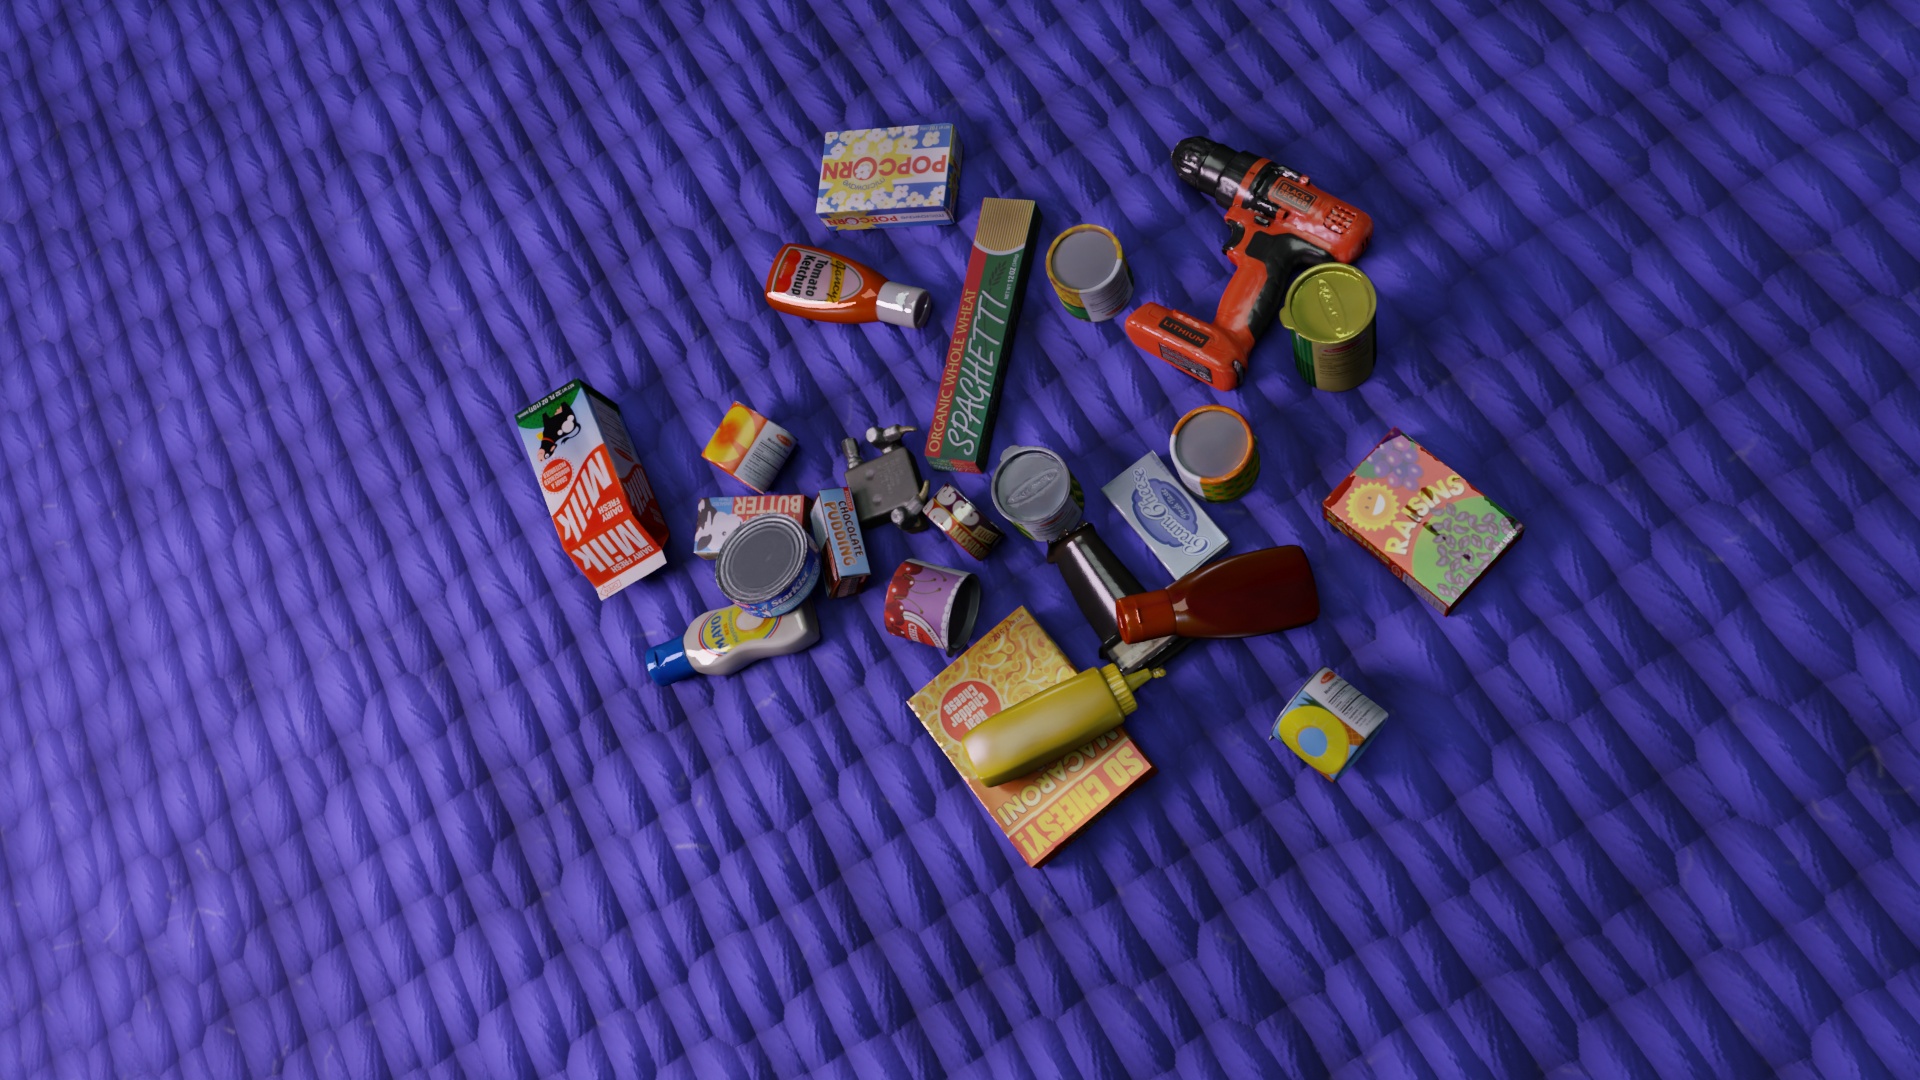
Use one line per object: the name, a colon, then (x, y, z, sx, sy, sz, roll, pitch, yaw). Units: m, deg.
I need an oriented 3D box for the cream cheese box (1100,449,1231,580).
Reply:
cream cheese box: (0.166, -0.018, 1.120, 0.053, 0.024, 0.104, -39, 67, 4)

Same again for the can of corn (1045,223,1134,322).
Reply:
can of corn: (0.108, -0.229, 1.180, 0.071, 0.058, 0.071, -4, 74, 15)

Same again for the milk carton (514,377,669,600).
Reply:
milk carton: (-0.326, -0.043, 1.250, 0.072, 0.073, 0.191, -30, 69, 7)

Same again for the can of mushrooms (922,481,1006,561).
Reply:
can of mushrooms: (0.004, -0.014, 1.145, 0.071, 0.071, 0.033, 43, 91, 23)

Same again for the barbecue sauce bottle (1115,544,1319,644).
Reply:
barbecue sauce bottle: (0.194, 0.047, 1.059, 0.149, 0.043, 0.065, -11, 80, -6)

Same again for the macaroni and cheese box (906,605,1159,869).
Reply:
macaroni and cheese box: (0.056, 0.154, 1.095, 0.123, 0.040, 0.167, -40, 67, 2)

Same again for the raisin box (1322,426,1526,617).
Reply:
raisin box: (0.350, -0.015, 1.056, 0.086, 0.040, 0.123, -47, 69, 1)

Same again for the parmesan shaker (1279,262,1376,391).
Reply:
parmesan shaker: (0.287, -0.163, 1.083, 0.071, 0.103, 0.071, -4, 74, 15)

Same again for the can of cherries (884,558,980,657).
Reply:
can of cherries: (-0.024, 0.055, 1.133, 0.058, 0.071, 0.071, 14, 79, 20)

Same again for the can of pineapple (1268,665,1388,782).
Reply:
can of pineapple: (0.271, 0.137, 1.023, 0.058, 0.071, 0.071, 39, 89, 22)

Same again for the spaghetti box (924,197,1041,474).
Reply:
spaghetti box: (0.021, -0.180, 1.209, 0.050, 0.028, 0.250, 8, 77, 20)

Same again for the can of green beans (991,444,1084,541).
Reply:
can of green beans: (0.064, -0.038, 1.138, 0.071, 0.057, 0.071, -5, 74, 16)

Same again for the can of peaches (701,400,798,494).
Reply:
can of peaches: (-0.187, -0.082, 1.224, 0.071, 0.071, 0.058, 29, 85, 22)

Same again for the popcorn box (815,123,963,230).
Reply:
popcorn box: (-0.064, -0.332, 1.273, 0.127, 0.038, 0.085, 1, 75, 17)

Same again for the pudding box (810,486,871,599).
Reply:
pudding box: (-0.103, 0.002, 1.180, 0.030, 0.049, 0.084, -7, 68, -20)

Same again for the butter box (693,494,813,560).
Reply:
butter box: (-0.182, -0.012, 1.224, 0.103, 0.024, 0.053, -2, 75, 17)

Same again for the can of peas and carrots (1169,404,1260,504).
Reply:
can of peas and carrots: (0.205, -0.070, 1.105, 0.071, 0.058, 0.071, -4, 74, 16)

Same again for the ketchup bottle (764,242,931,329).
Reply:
ketchup bottle: (-0.100, -0.223, 1.250, 0.149, 0.043, 0.065, 17, 80, 20)

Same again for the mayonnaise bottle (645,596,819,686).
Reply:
mayonnaise bottle: (-0.197, 0.083, 1.191, 0.148, 0.041, 0.065, -22, 64, 9)

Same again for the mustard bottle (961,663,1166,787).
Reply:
mustard bottle: (0.080, 0.131, 1.041, 0.160, 0.065, 0.049, -27, 72, 0)
